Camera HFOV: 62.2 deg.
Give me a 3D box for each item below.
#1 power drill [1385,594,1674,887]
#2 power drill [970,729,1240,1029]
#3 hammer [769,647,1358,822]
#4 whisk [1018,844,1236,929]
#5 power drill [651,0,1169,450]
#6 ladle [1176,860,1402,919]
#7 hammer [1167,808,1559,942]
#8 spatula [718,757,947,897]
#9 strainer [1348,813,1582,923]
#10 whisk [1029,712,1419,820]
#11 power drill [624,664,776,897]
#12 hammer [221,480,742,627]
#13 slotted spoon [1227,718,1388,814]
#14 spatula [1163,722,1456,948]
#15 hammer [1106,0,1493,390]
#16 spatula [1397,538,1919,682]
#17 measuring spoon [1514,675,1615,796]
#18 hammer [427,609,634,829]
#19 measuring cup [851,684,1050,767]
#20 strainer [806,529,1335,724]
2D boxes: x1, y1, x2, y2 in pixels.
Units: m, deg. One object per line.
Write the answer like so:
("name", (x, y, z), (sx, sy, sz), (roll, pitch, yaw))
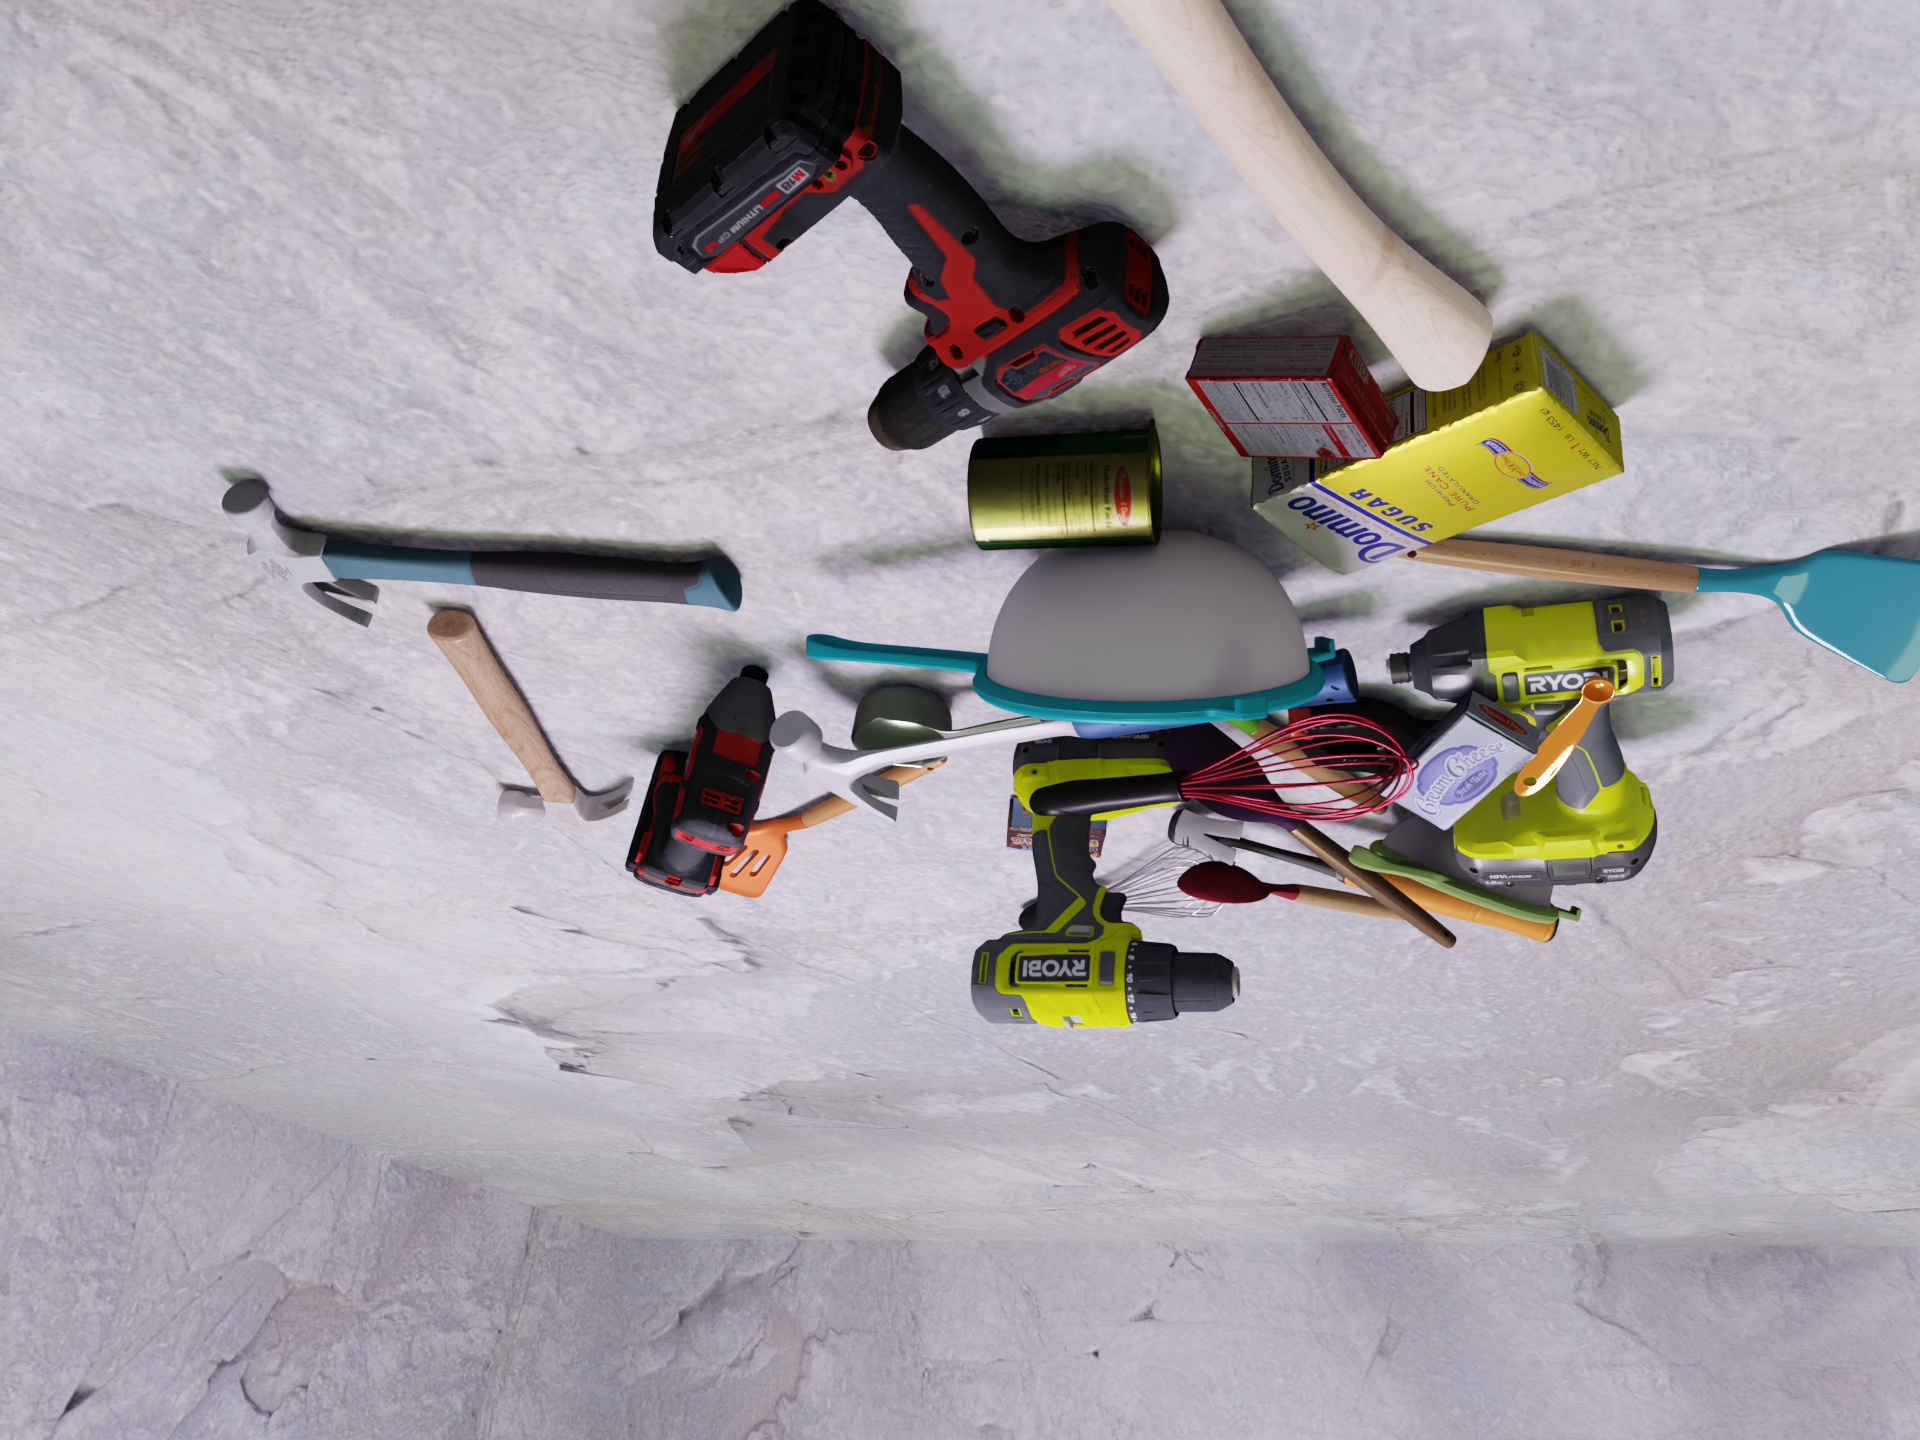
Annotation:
("power drill", (0.386, 0.014, 1.073), (0.171, 0.080, 0.223), (-6, 135, 20))
("power drill", (0.113, 0.119, 1.189), (0.190, 0.229, 0.080), (-3, 150, 17))
("hammer", (0.074, 0.006, 1.118), (0.405, 0.035, 0.143), (-10, 150, 24))
("whisk", (0.144, 0.162, 1.456), (0.070, 0.070, 0.284), (24, 151, -30))
("power drill", (-0.036, -0.215, 0.767), (0.226, 0.080, 0.188), (25, 147, -37))
("ladle", (0.303, 0.152, 1.370), (0.315, 0.031, 0.069), (13, -172, -40))
("hammer", (0.344, 0.131, 1.308), (0.336, 0.034, 0.127), (15, 179, -12))
("spatula", (-0.119, 0.088, 1.381), (0.081, 0.041, 0.322), (27, 145, -32))
("strainer", (0.370, 0.092, 1.210), (0.152, 0.069, 0.256), (25, -172, 41))
("whisk", (0.172, 0.042, 1.098), (0.296, 0.073, 0.073), (-9, 149, 36))
("power drill", (-0.194, 0.051, 1.236), (0.078, 0.143, 0.219), (18, 156, -13))
("hammer", (-0.314, -0.102, 1.074), (0.331, 0.033, 0.128), (4, 151, 3))
("slotted spoon", (0.230, 0.013, 1.186), (0.070, 0.031, 0.313), (-21, 144, 41))
("spatula", (0.273, 0.095, 1.225), (0.315, 0.060, 0.018), (35, 157, -20))
("hammer", (0.112, -0.263, 0.686), (0.146, 0.038, 0.410), (-15, 145, 37))
("spatula", (0.416, -0.083, 0.950), (0.317, 0.044, 0.082), (7, 129, 3))
("measuring spoon", (0.383, 0.010, 1.014), (0.021, 0.011, 0.116), (19, 138, 2))
("hammer", (-0.356, 0.010, 1.293), (0.130, 0.031, 0.331), (4, 152, 6))
("measuring cup", (-0.002, -0.004, 1.191), (0.167, 0.038, 0.083), (-8, 149, 21))
("strainer", (0.053, -0.070, 0.980), (0.340, 0.095, 0.211), (5, -165, 24))
